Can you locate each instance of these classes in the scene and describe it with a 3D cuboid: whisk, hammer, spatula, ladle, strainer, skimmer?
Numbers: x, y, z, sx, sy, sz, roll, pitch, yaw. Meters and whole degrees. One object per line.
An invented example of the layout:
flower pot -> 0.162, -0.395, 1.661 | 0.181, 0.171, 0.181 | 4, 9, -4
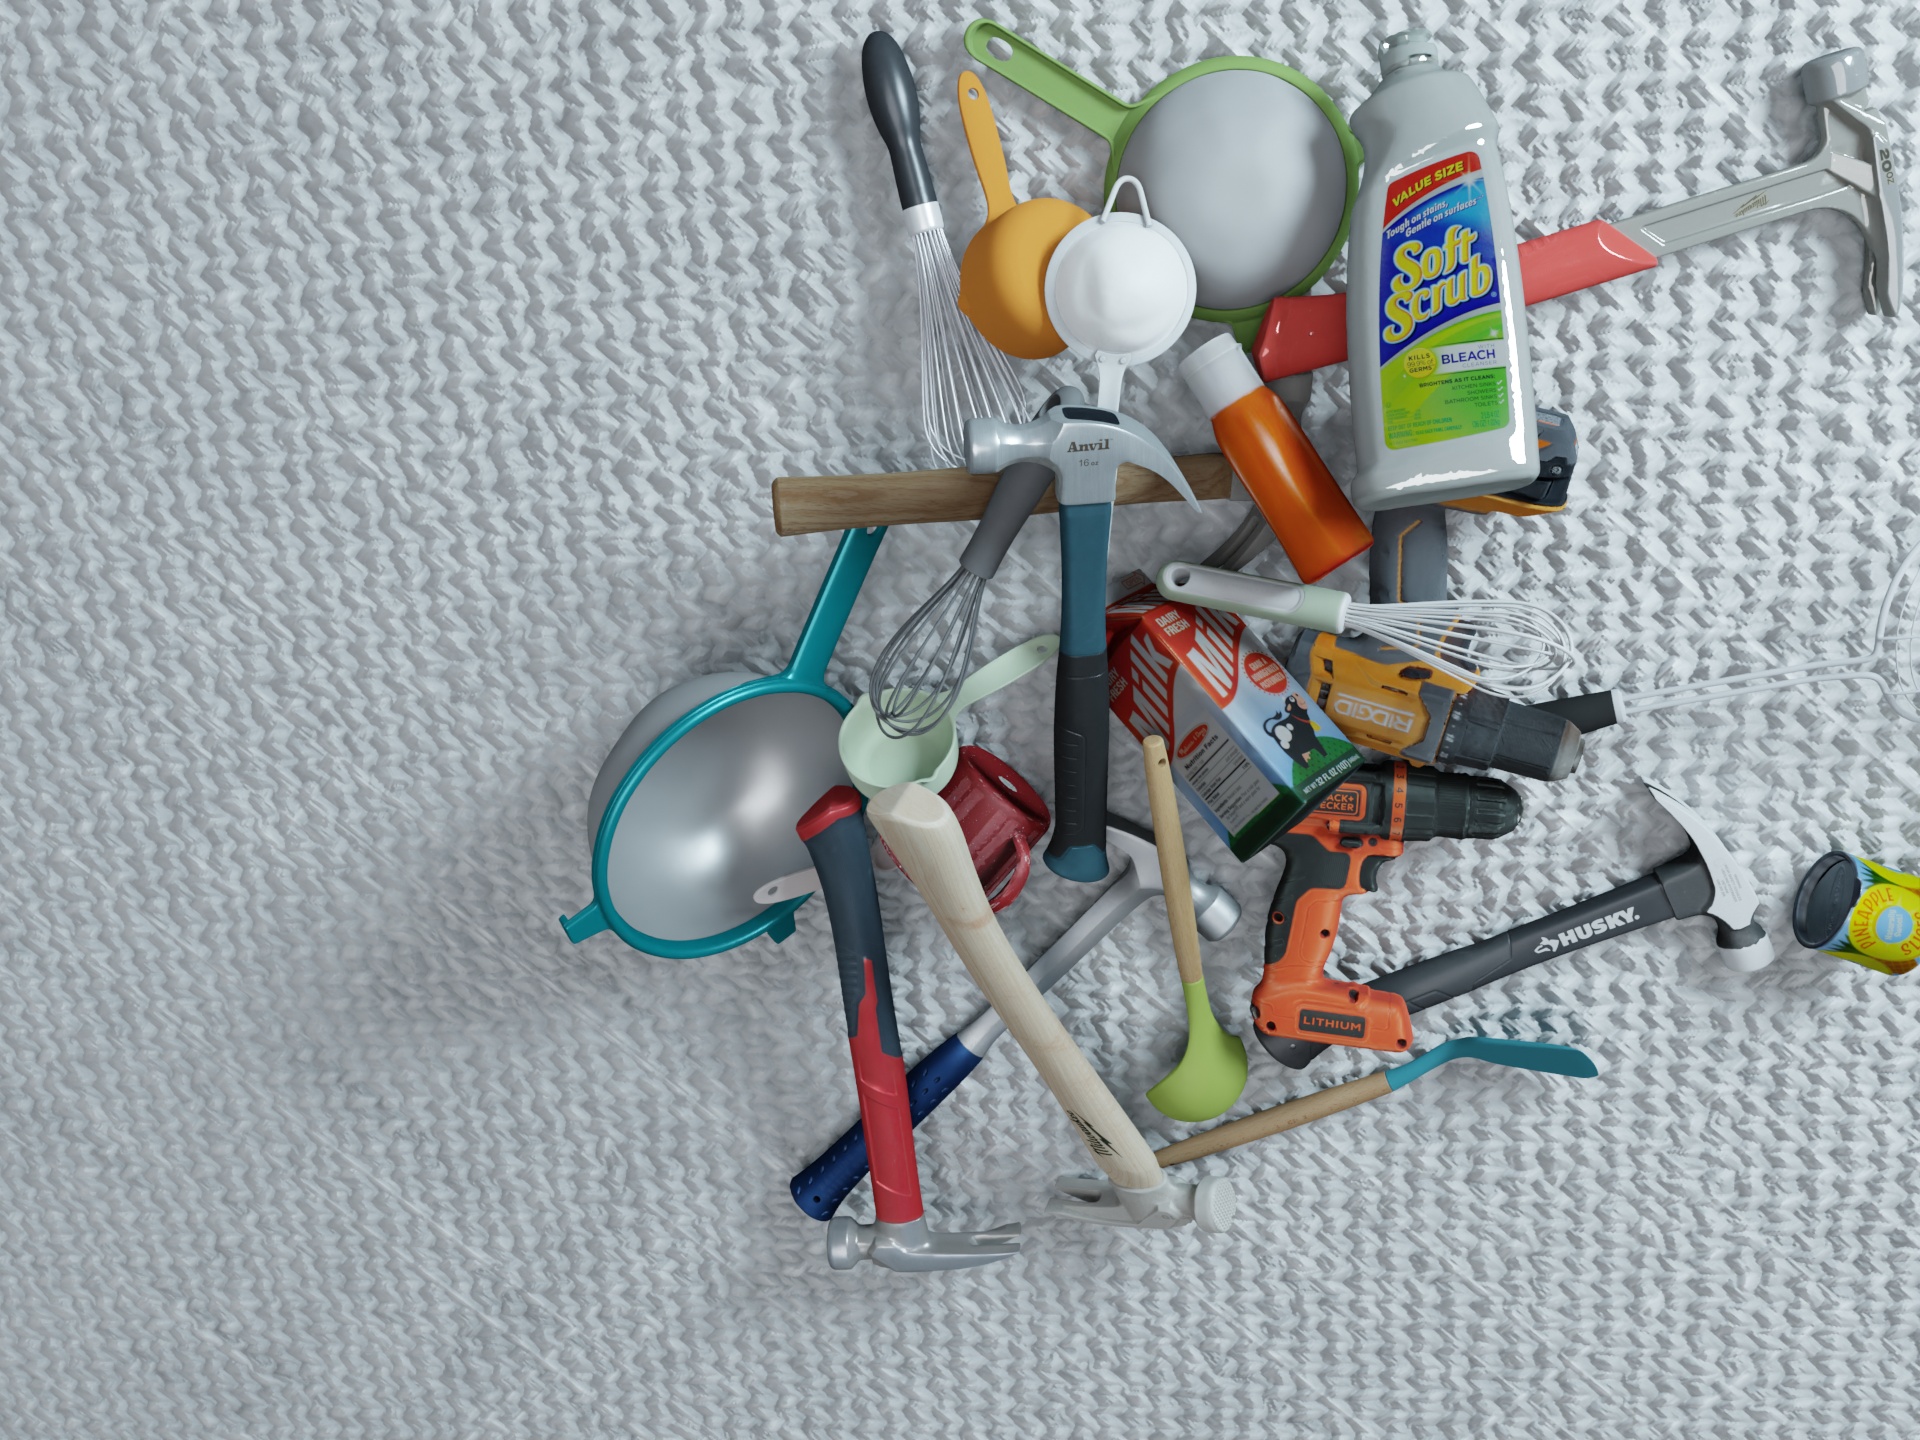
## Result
whisk -> 0.232, -0.061, 0.930 | 0.246, 0.059, 0.058 | 14, 79, 21
hammer -> 0.356, 0.157, 1.073 | 0.335, 0.035, 0.146 | -25, 105, 16
spatula -> 0.280, 0.272, 1.118 | 0.317, 0.044, 0.082 | -24, 146, 19
hammer -> 0.052, -0.138, 0.961 | 0.331, 0.031, 0.130 | -6, 116, -10
ladle -> 0.142, 0.142, 1.047 | 0.078, 0.062, 0.320 | -25, 122, -20
strainer -> 0.112, -0.332, 0.918 | 0.256, 0.069, 0.151 | 30, 111, -4
strainer -> -0.141, -0.010, 1.038 | 0.095, 0.210, 0.340 | 36, 107, 38
hammer -> -0.044, 0.224, 1.107 | 0.143, 0.038, 0.386 | -4, 113, 5
hammer -> 0.347, -0.253, 0.913 | 0.359, 0.037, 0.149 | -16, 106, 7
hammer -> 0.071, -0.032, 0.943 | 0.128, 0.033, 0.330 | -6, 127, -4
strainer -> 0.086, -0.179, 0.914 | 0.087, 0.050, 0.258 | 4, 106, -2
whisk -> 0.010, -0.089, 0.933 | 0.055, 0.055, 0.239 | 29, 111, -2
hammer -> 0.041, 0.203, 1.057 | 0.146, 0.038, 0.410 | -8, 125, 36
whisk -> -0.015, -0.272, 0.968 | 0.070, 0.070, 0.284 | -13, 101, 13
skimmer -> 0.472, -0.034, 0.992 | 0.363, 0.090, 0.127 | -12, 116, 23
hammer -> 0.010, 0.223, 1.146 | 0.144, 0.035, 0.405 | 41, 110, -7

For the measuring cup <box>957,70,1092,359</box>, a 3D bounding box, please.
measuring cup -> 0.037, -0.302, 0.932 | 0.095, 0.052, 0.173 | -21, 99, -22

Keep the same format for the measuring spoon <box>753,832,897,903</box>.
measuring spoon -> -0.088, 0.099, 1.093 | 0.124, 0.018, 0.034 | -17, 130, -28

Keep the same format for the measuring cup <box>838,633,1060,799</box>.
measuring cup -> -0.002, -0.003, 1.038 | 0.167, 0.083, 0.038 | -32, 148, -15

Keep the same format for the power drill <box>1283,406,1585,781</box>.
power drill -> 0.306, -0.076, 0.961 | 0.185, 0.084, 0.226 | 18, 114, 16
